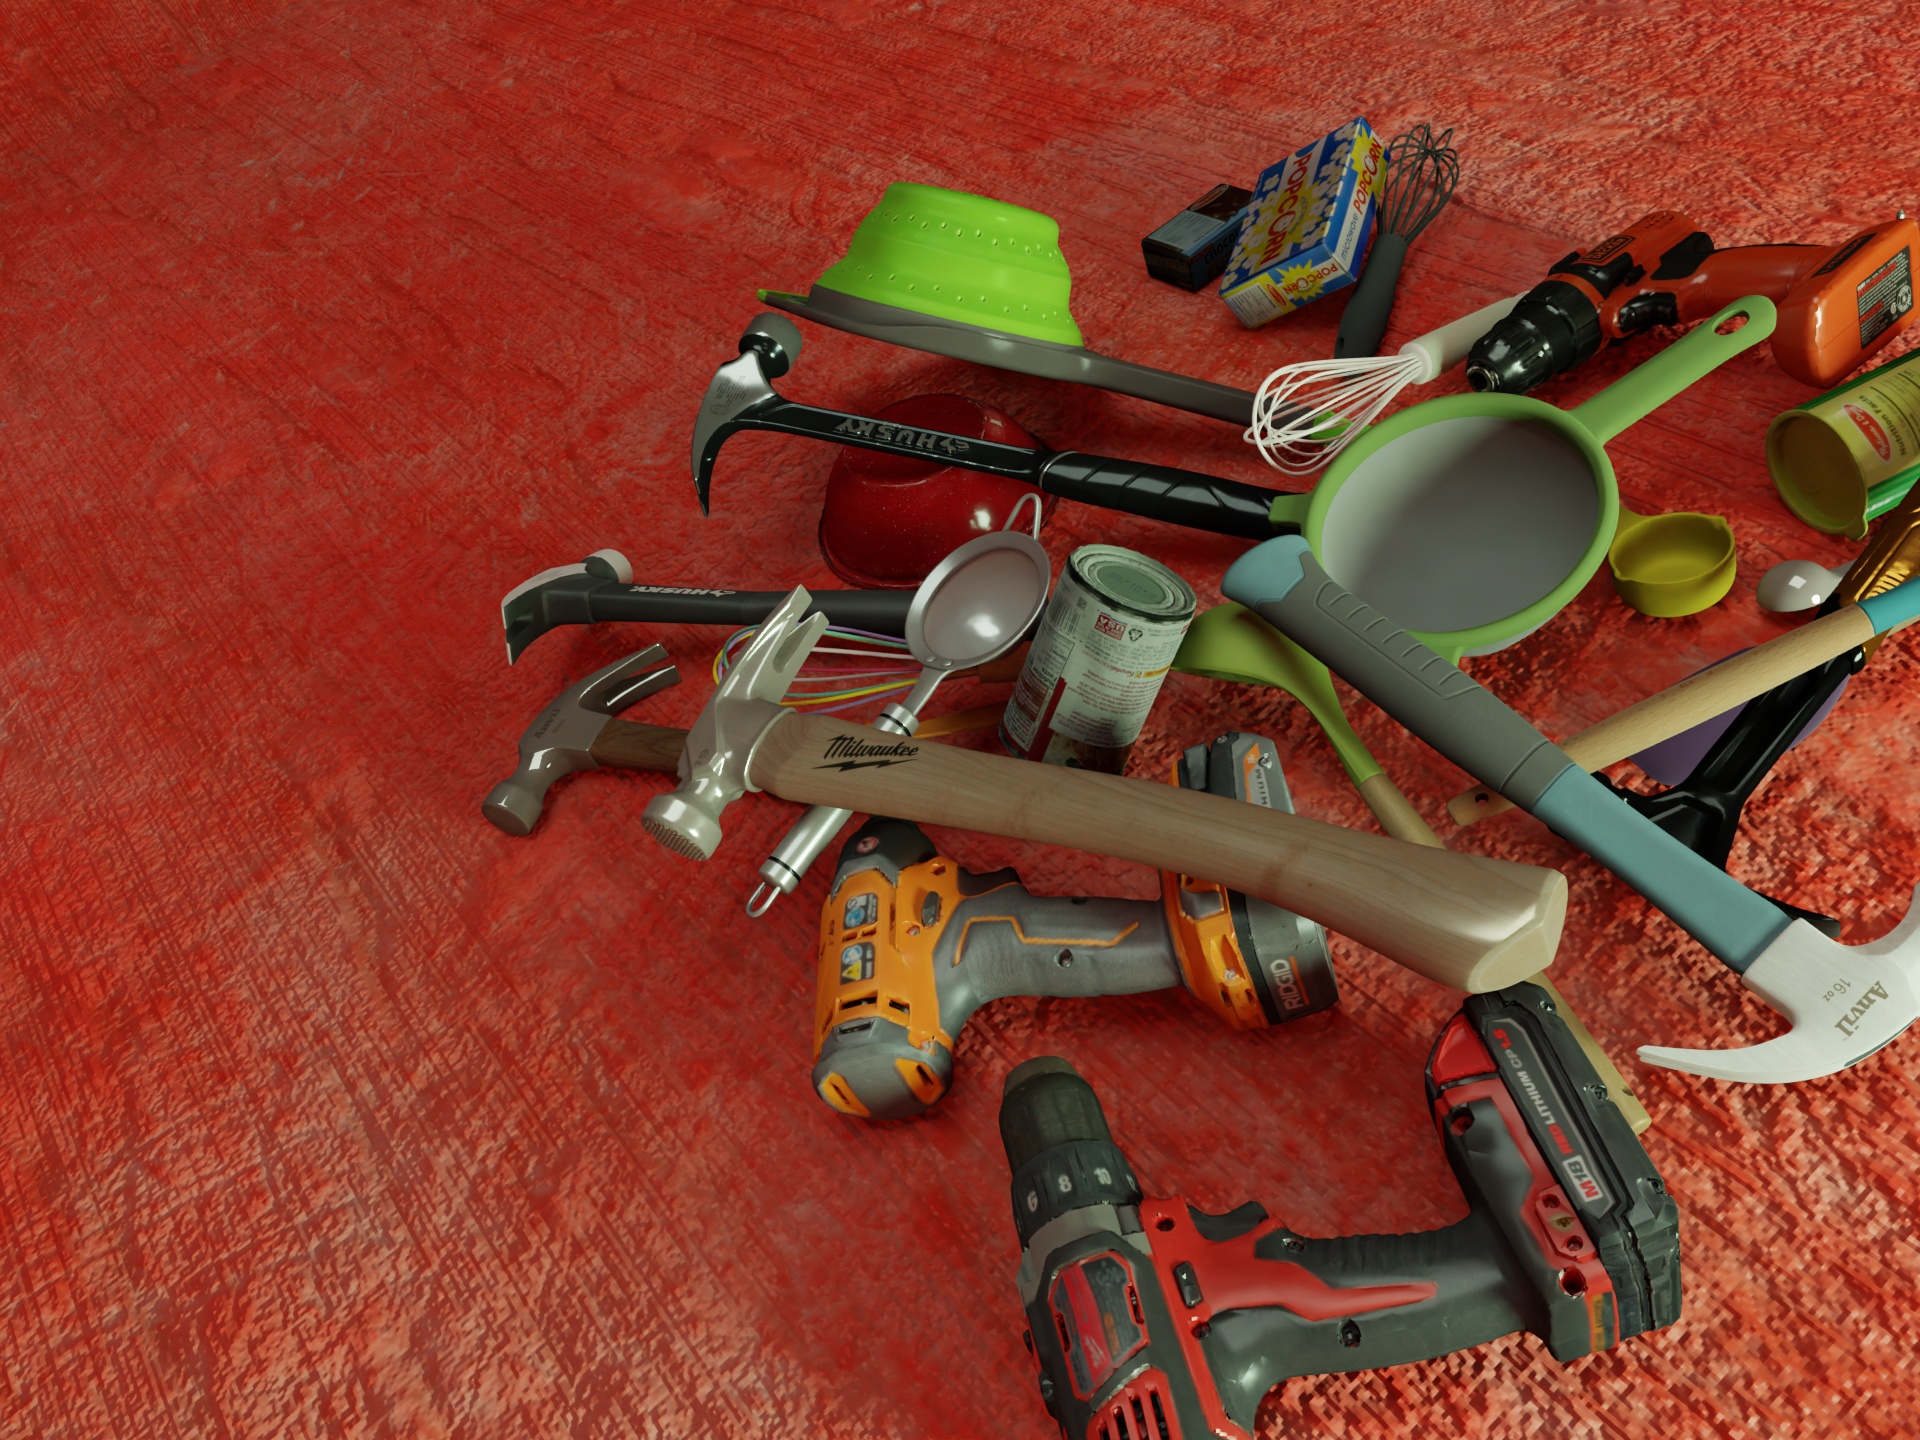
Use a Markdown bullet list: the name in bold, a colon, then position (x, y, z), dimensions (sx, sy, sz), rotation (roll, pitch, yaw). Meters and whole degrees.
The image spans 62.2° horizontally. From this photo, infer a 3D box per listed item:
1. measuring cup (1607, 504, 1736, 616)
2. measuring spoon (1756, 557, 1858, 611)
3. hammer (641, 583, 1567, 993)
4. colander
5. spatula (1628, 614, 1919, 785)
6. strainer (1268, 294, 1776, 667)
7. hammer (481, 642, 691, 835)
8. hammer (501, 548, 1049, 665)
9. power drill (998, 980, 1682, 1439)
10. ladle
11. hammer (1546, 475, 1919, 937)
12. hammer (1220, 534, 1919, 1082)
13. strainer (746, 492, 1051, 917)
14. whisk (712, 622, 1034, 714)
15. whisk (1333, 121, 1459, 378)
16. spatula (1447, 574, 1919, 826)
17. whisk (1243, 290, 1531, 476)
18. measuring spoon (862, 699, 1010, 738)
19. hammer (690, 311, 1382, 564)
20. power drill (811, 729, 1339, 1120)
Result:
- **measuring cup**: position (0.333, -0.096, 0.820), dimensions (0.062, 0.029, 0.157), rotation (-29, 32, -4)
- **measuring spoon**: position (0.437, -0.084, 0.749), dimensions (0.124, 0.018, 0.034), rotation (-23, 22, 9)
- **hammer**: position (0.046, 0.029, 0.675), dimensions (0.411, 0.038, 0.146), rotation (11, 61, 35)
- **colander**: position (0.072, -0.256, 0.972), dimensions (0.397, 0.094, 0.204), rotation (19, 17, 20)
- **spatula**: position (0.444, -0.055, 0.733), dimensions (0.316, 0.018, 0.060), rotation (-30, 45, -6)
- **strainer**: position (0.295, -0.116, 0.795), dimensions (0.256, 0.069, 0.152), rotation (-35, 50, 3)
- **hammer**: position (-0.101, 0.021, 0.869), dimensions (0.331, 0.031, 0.130), rotation (5, 51, 26)
- **hammer**: position (-0.108, -0.063, 0.924), dimensions (0.335, 0.035, 0.146), rotation (4, 21, 19)
- **power drill**: position (0.126, 0.179, 0.596), dimensions (0.226, 0.080, 0.188), rotation (-23, 43, 4)
- **ladle**: position (0.191, 0.056, 0.712), dimensions (0.062, 0.078, 0.321), rotation (-56, 44, 29)
- **hammer**: position (0.406, -0.052, 0.692), dimensions (0.337, 0.034, 0.127), rotation (-48, 48, -10)
- **hammer**: position (0.238, 0.019, 0.665), dimensions (0.128, 0.033, 0.331), rotation (-48, 57, 3)
- **strainer**: position (-0.026, -0.005, 0.790), dimensions (0.087, 0.050, 0.258), rotation (17, 63, 45)
- **whisk**: position (-0.012, -0.034, 0.853), dimensions (0.245, 0.051, 0.047), rotation (-1, 27, 3)
- **whisk**: position (0.279, -0.304, 1.023), dimensions (0.055, 0.055, 0.239), rotation (7, 55, 27)
- **spatula**: position (0.349, -0.035, 0.658), dimensions (0.317, 0.044, 0.082), rotation (-28, 64, 11)
- **whisk**: position (0.253, -0.199, 0.903), dimensions (0.246, 0.059, 0.058), rotation (-28, 13, -28)
- **measuring spoon**: position (-0.001, -0.003, 0.831), dimensions (0.117, 0.011, 0.021), rotation (-12, 28, -24)
- **hammer**: position (0.036, -0.143, 0.907), dimensions (0.409, 0.036, 0.149), rotation (14, 56, 15)
- **power drill**: position (0.042, 0.081, 0.721), dimensions (0.226, 0.084, 0.164), rotation (-15, 43, 13)
